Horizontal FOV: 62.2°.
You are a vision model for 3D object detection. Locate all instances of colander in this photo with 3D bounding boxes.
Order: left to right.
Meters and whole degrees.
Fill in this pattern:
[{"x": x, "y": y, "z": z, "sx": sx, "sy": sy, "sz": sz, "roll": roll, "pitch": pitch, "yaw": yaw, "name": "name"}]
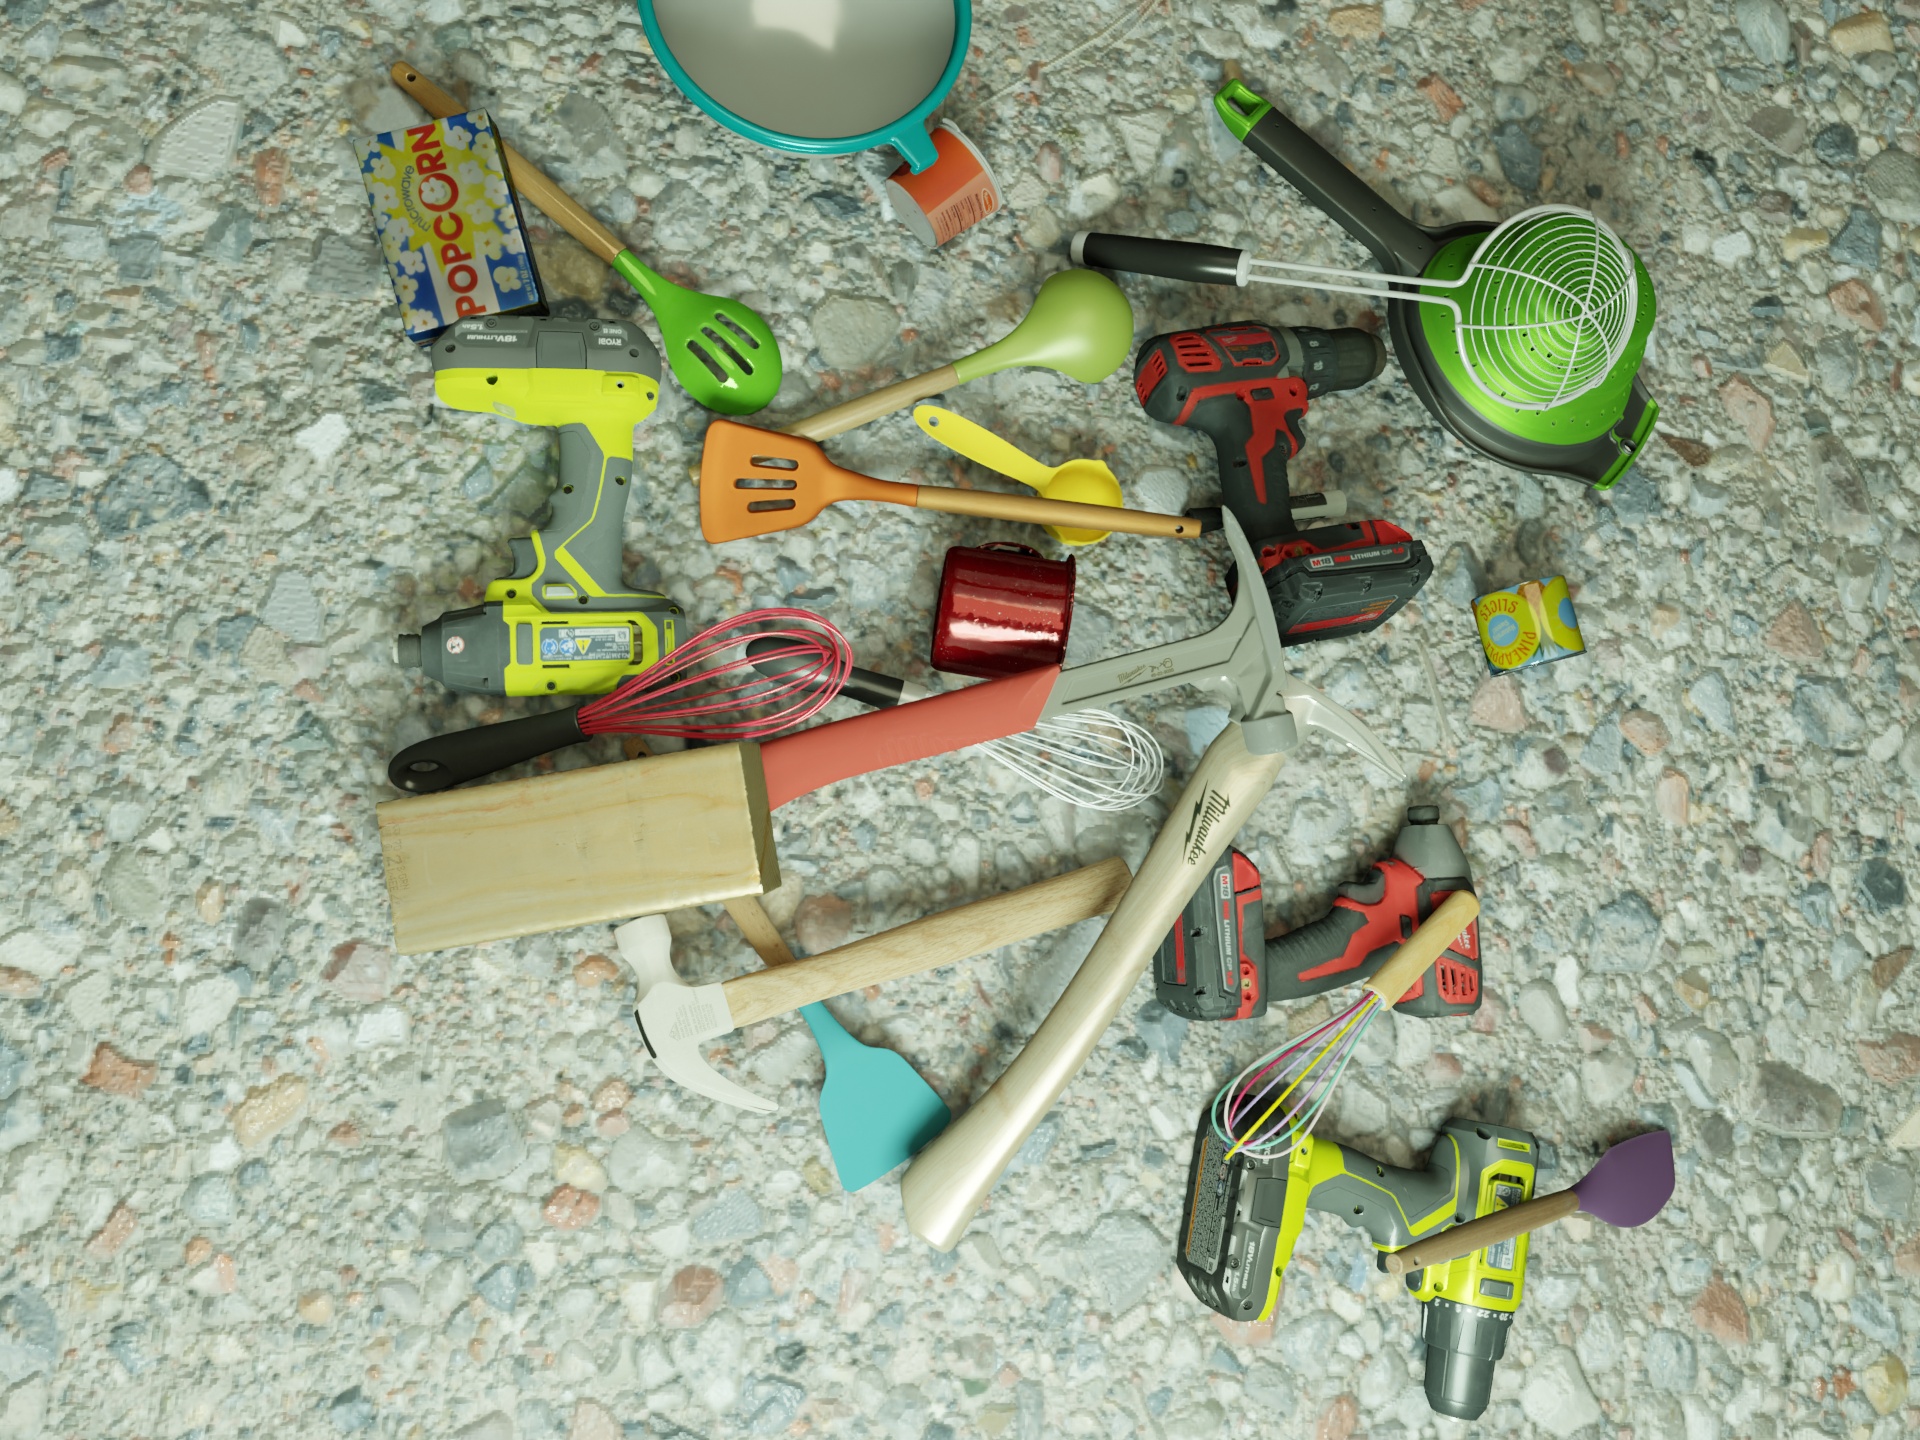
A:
[{"x": 0.348, "y": -0.334, "z": 1.106, "sx": 0.397, "sy": 0.094, "sz": 0.204, "roll": 40, "pitch": 62, "yaw": 0, "name": "colander"}]

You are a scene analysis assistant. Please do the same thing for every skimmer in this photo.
[{"x": 0.255, "y": -0.291, "z": 1.058, "sx": 0.363, "sy": 0.090, "sz": 0.127, "roll": 14, "pitch": 107, "yaw": 22, "name": "skimmer"}]

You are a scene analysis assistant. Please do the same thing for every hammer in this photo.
[{"x": -0.037, "y": 0.145, "z": 0.985, "sx": 0.331, "sy": 0.031, "sz": 0.130, "roll": -14, "pitch": 77, "yaw": -23, "name": "hammer"}, {"x": 0.014, "y": -0.014, "z": 0.965, "sx": 0.359, "sy": 0.037, "sz": 0.149, "roll": -14, "pitch": 94, "yaw": 10, "name": "hammer"}, {"x": 0.103, "y": 0.152, "z": 0.973, "sx": 0.146, "sy": 0.038, "sz": 0.410, "roll": 34, "pitch": 89, "yaw": 14, "name": "hammer"}]

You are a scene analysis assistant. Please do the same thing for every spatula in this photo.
[{"x": -0.121, "y": 0.145, "z": 0.998, "sx": 0.082, "sy": 0.044, "sz": 0.317, "roll": -33, "pitch": 87, "yaw": -14, "name": "spatula"}, {"x": -0.004, "y": -0.139, "z": 1.026, "sx": 0.322, "sy": 0.041, "sz": 0.081, "roll": 6, "pitch": 110, "yaw": -1, "name": "spatula"}, {"x": 0.381, "y": 0.319, "z": 1.033, "sx": 0.315, "sy": 0.018, "sz": 0.060, "roll": -1, "pitch": 85, "yaw": -37, "name": "spatula"}]

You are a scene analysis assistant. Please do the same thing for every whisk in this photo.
[{"x": -0.204, "y": -0.003, "z": 0.936, "sx": 0.296, "sy": 0.073, "sz": 0.073, "roll": -15, "pitch": 87, "yaw": 10, "name": "whisk"}, {"x": -0.002, "y": -0.003, "z": 1.026, "sx": 0.284, "sy": 0.070, "sz": 0.070, "roll": 17, "pitch": 80, "yaw": -6, "name": "whisk"}, {"x": 0.244, "y": 0.188, "z": 0.994, "sx": 0.245, "sy": 0.051, "sz": 0.047, "roll": -39, "pitch": 132, "yaw": -23, "name": "whisk"}]

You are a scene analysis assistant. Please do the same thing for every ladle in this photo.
[{"x": -0.030, "y": -0.219, "z": 1.057, "sx": 0.320, "sy": 0.062, "sz": 0.078, "roll": -23, "pitch": 97, "yaw": -7, "name": "ladle"}]

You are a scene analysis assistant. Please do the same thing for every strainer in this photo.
[{"x": -0.167, "y": -0.456, "z": 1.022, "sx": 0.340, "sy": 0.095, "sz": 0.211, "roll": 9, "pitch": 79, "yaw": -10, "name": "strainer"}]

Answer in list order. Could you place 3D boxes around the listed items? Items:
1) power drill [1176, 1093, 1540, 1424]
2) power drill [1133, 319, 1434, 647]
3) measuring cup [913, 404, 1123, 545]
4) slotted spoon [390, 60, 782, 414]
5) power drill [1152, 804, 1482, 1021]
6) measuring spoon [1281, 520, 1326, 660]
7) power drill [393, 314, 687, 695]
[{"x": 0.263, "y": 0.344, "z": 1.033, "sx": 0.228, "sy": 0.080, "sz": 0.191, "roll": 14, "pitch": 80, "yaw": -14, "name": "power drill"}, {"x": 0.234, "y": -0.172, "z": 1.070, "sx": 0.188, "sy": 0.080, "sz": 0.227, "roll": -10, "pitch": 69, "yaw": -21, "name": "power drill"}, {"x": 0.035, "y": -0.167, "z": 1.059, "sx": 0.156, "sy": 0.029, "sz": 0.062, "roll": 27, "pitch": 82, "yaw": -13, "name": "measuring cup"}, {"x": -0.241, "y": -0.313, "z": 1.022, "sx": 0.313, "sy": 0.031, "sz": 0.070, "roll": 41, "pitch": 79, "yaw": -4, "name": "slotted spoon"}, {"x": 0.242, "y": 0.129, "z": 1.055, "sx": 0.219, "sy": 0.078, "sz": 0.143, "roll": 0, "pitch": 84, "yaw": -16, "name": "power drill"}, {"x": 0.229, "y": -0.087, "z": 1.105, "sx": 0.034, "sy": 0.018, "sz": 0.124, "roll": 28, "pitch": 77, "yaw": -8, "name": "measuring spoon"}, {"x": -0.257, "y": -0.126, "z": 0.971, "sx": 0.171, "sy": 0.080, "sz": 0.223, "roll": -2, "pitch": 87, "yaw": -14, "name": "power drill"}]
